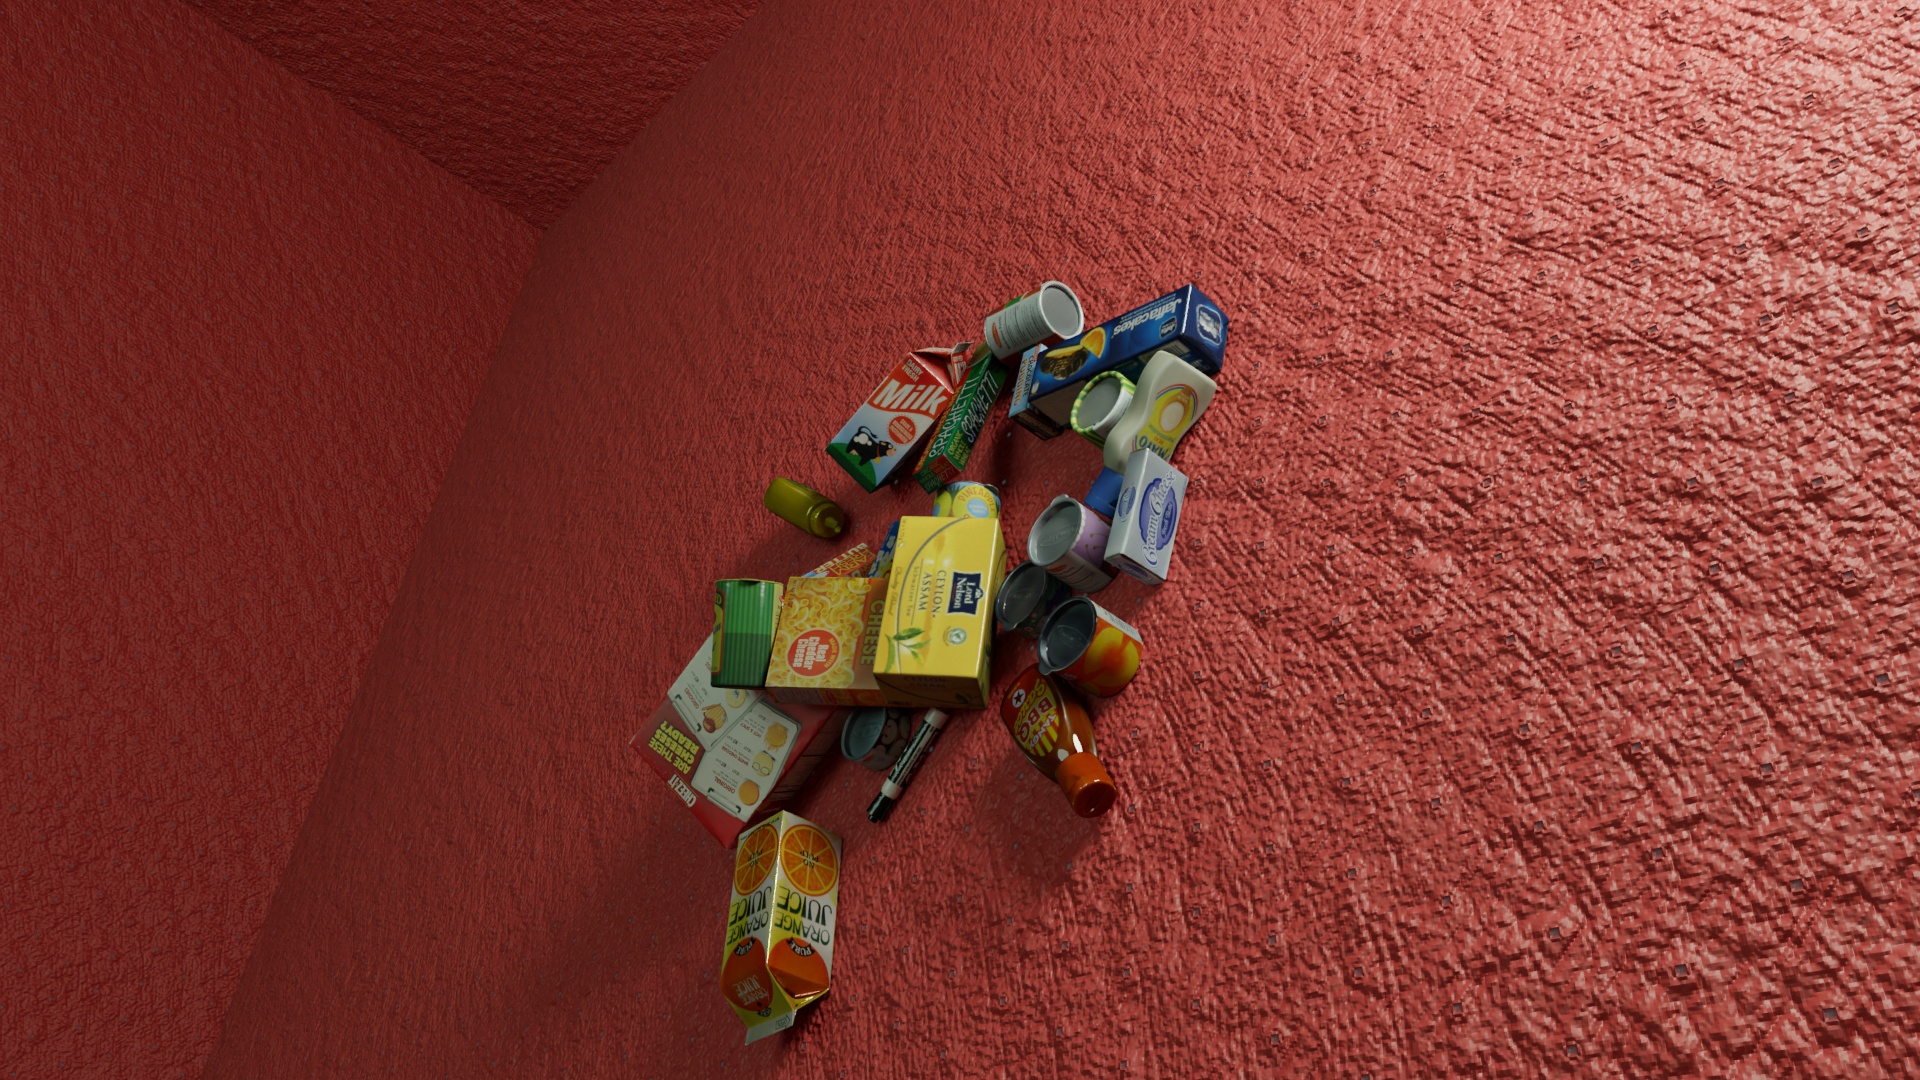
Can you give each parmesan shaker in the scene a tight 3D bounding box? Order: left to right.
[{"bbox_3d":[-0.208,0.092,1.348,0.071,0.071,0.103,-11,74,51],"label":"parmesan shaker"}]

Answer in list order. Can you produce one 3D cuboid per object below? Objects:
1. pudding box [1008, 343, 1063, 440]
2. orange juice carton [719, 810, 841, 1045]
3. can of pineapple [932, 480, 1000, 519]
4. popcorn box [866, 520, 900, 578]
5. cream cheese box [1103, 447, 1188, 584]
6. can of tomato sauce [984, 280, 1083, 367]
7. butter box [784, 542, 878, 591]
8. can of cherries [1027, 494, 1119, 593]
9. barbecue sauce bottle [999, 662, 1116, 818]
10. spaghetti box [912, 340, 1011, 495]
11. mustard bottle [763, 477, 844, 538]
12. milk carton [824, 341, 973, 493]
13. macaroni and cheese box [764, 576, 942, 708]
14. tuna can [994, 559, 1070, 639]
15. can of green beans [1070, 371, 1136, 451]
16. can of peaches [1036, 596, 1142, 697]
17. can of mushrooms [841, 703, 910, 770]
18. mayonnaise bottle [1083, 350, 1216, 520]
[{"bbox_3d":[0.081,-0.148,1.380,0.030,0.049,0.084,-23,45,47],"label":"pudding box"},{"bbox_3d":[-0.163,0.352,1.256,0.071,0.073,0.194,-34,38,34],"label":"orange juice carton"},{"bbox_3d":[0.005,-0.017,1.354,0.070,0.071,0.058,-28,43,40],"label":"can of pineapple"},{"bbox_3d":[-0.061,0.045,1.420,0.085,0.038,0.127,6,68,58],"label":"popcorn box"},{"bbox_3d":[0.155,-0.020,1.155,0.024,0.053,0.104,-17,50,51],"label":"cream cheese box"},{"bbox_3d":[0.078,-0.225,1.441,0.083,0.071,0.071,-20,47,45],"label":"can of tomato sauce"},{"bbox_3d":[-0.132,0.041,1.491,0.104,0.024,0.053,-29,25,-17],"label":"butter box"},{"bbox_3d":[0.102,0.003,1.207,0.071,0.058,0.072,-37,36,33],"label":"can of cherries"},{"bbox_3d":[0.080,0.162,1.109,0.064,0.043,0.149,-55,31,14],"label":"barbecue sauce bottle"},{"bbox_3d":[0.010,-0.138,1.426,0.050,0.028,0.251,-32,22,37],"label":"spaghetti box"},{"bbox_3d":[-0.175,-0.033,1.633,0.160,0.065,0.049,26,90,53],"label":"mustard bottle"},{"bbox_3d":[-0.055,-0.147,1.526,0.190,0.073,0.072,-47,-3,17],"label":"milk carton"},{"bbox_3d":[-0.092,0.096,1.330,0.166,0.040,0.124,0,57,13],"label":"macaroni and cheese box"},{"bbox_3d":[0.064,0.055,1.238,0.071,0.033,0.071,-35,37,33],"label":"tuna can"},{"bbox_3d":[0.142,-0.111,1.252,0.071,0.058,0.071,-35,37,33],"label":"can of green beans"},{"bbox_3d":[0.104,0.089,1.127,0.071,0.058,0.071,-35,39,34],"label":"can of peaches"},{"bbox_3d":[-0.080,0.182,1.329,0.070,0.033,0.071,-36,37,33],"label":"can of mushrooms"},{"bbox_3d":[0.160,-0.087,1.205,0.148,0.065,0.041,-60,28,5],"label":"mayonnaise bottle"}]
